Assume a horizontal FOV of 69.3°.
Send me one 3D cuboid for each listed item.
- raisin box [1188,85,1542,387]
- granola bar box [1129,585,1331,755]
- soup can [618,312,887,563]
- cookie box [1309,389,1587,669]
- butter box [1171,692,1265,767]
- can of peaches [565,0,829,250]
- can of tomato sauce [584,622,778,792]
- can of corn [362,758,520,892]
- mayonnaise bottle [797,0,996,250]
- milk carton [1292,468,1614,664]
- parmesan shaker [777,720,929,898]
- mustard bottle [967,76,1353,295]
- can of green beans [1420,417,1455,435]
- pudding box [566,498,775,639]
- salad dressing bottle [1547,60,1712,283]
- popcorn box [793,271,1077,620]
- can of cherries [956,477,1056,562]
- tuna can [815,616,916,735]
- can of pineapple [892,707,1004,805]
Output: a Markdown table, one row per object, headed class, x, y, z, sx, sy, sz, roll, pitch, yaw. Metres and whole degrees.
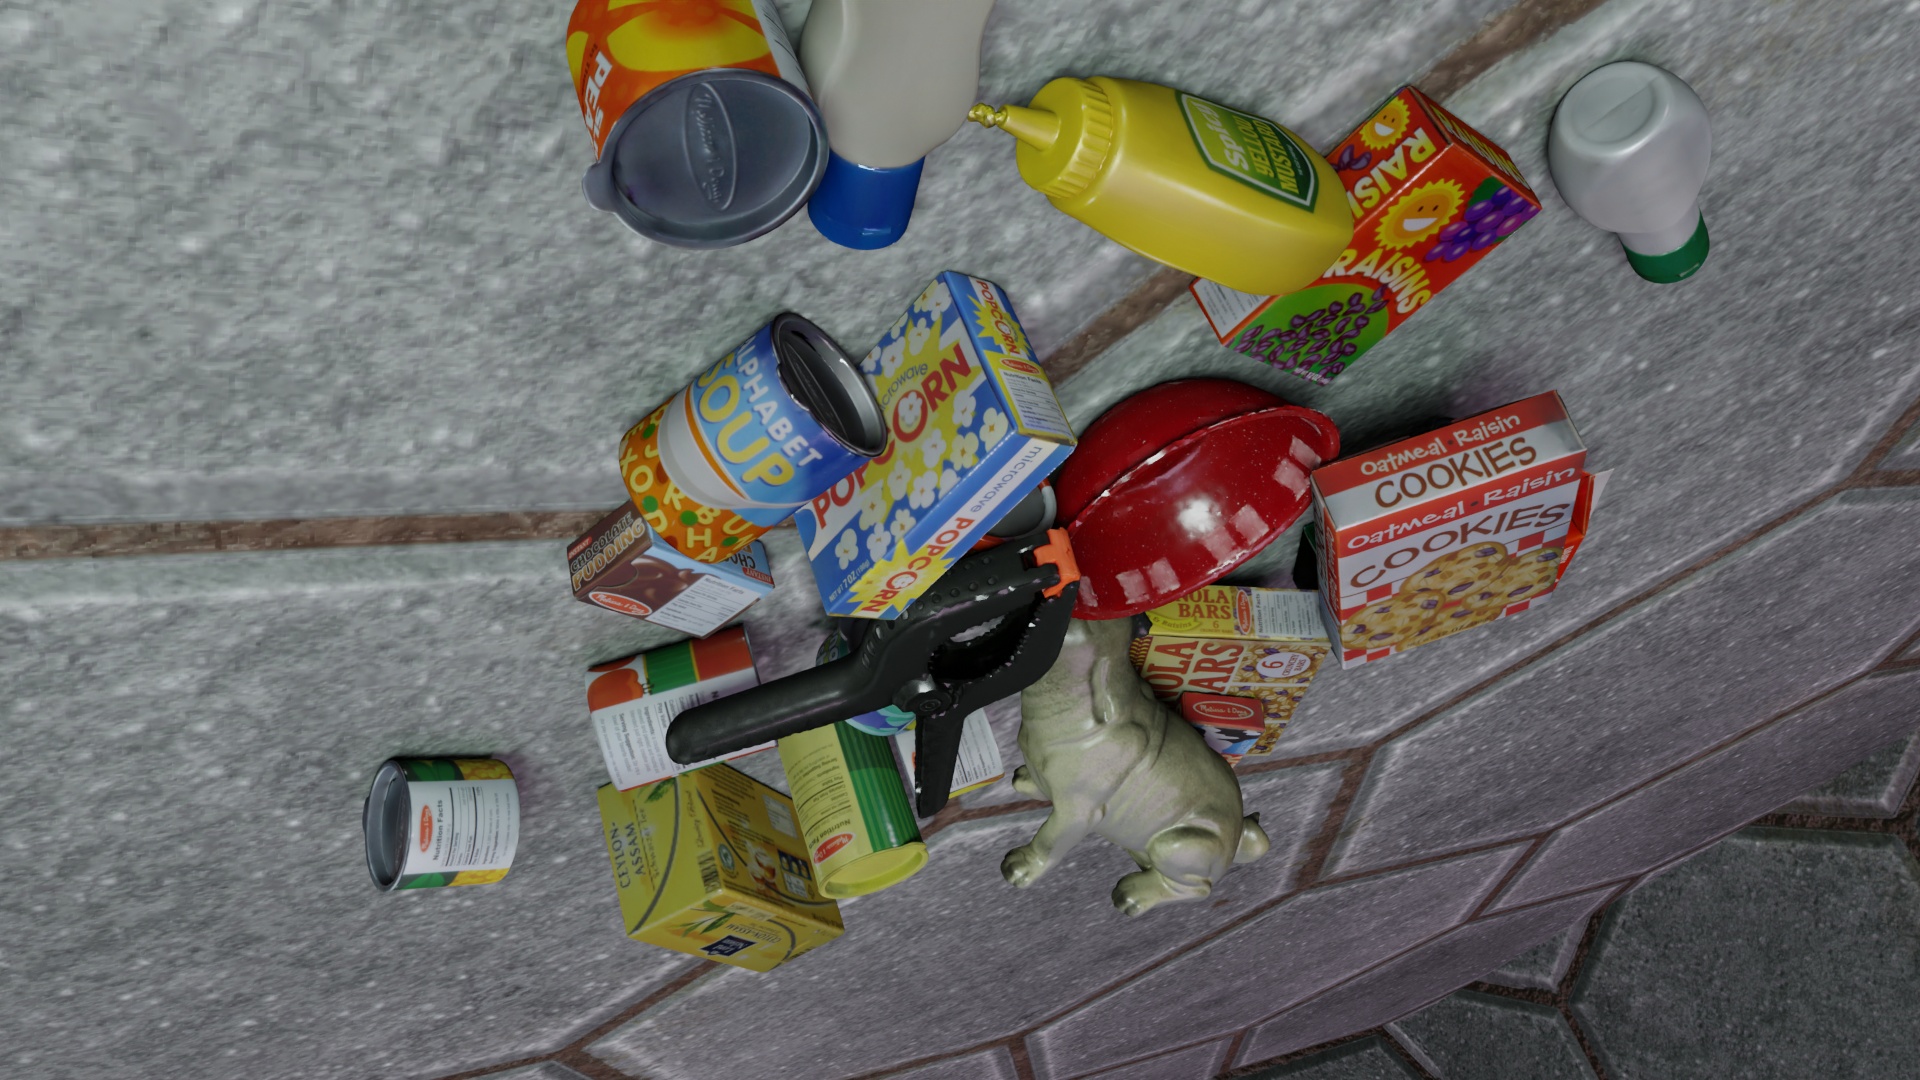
| class | x | y | z | sx | sy | sz | roll | pitch | yaw |
| --- | --- | --- | --- | --- | --- | --- | --- | --- | --- |
| raisin box | 0.173 | -0.126 | 0.598 | 0.086 | 0.040 | 0.123 | 12 | 137 | -43 |
| granola bar box | 0.155 | 0.087 | 0.893 | 0.124 | 0.039 | 0.164 | 3 | 147 | -2 |
| soup can | -0.083 | -0.039 | 0.543 | 0.083 | 0.071 | 0.071 | -33 | 148 | 19 |
| cookie box | 0.250 | -0.001 | 0.728 | 0.123 | 0.040 | 0.166 | -19 | 148 | 5 |
| butter box | 0.154 | 0.133 | 0.902 | 0.053 | 0.024 | 0.103 | 7 | 146 | -8 |
| can of peaches | -0.080 | -0.129 | 0.409 | 0.071 | 0.058 | 0.071 | -16 | 150 | -9 |
| can of tomato sauce | -0.142 | 0.085 | 0.709 | 0.083 | 0.071 | 0.071 | -16 | 149 | -10 |
| can of corn | -0.272 | 0.147 | 0.726 | 0.058 | 0.071 | 0.071 | 7 | 140 | -40 |
| mayonnaise bottle | -0.021 | -0.154 | 0.425 | 0.065 | 0.041 | 0.147 | -8 | 149 | -20 |
| milk carton | 0.313 | 0.005 | 0.866 | 0.191 | 0.074 | 0.072 | -20 | 150 | -4 |
| parmesan shaker | -0.064 | 0.150 | 0.825 | 0.071 | 0.103 | 0.071 | -16 | 150 | -9 |
| mustard bottle | 0.071 | -0.132 | 0.499 | 0.160 | 0.065 | 0.048 | 7 | 144 | -34 |
| can of green beans | 0.276 | -0.027 | 0.798 | 0.071 | 0.071 | 0.057 | 4 | 142 | -37 |
| pudding box | -0.131 | 0.013 | 0.634 | 0.049 | 0.030 | 0.083 | -34 | 148 | 22 |
| salad dressing bottle | 0.309 | -0.160 | 0.629 | 0.064 | 0.044 | 0.147 | -37 | 148 | 21 |
| popcorn box | -0.018 | -0.036 | 0.572 | 0.038 | 0.085 | 0.126 | 10 | 137 | -43 |
| can of cherries | 0.002 | -0.008 | 0.653 | 0.071 | 0.072 | 0.058 | -5 | 145 | -27 |
| tuna can | -0.045 | 0.068 | 0.745 | 0.071 | 0.071 | 0.032 | 10 | 139 | -42 |
| can of pineapple | -0.010 | 0.125 | 0.861 | 0.058 | 0.071 | 0.070 | -19 | 150 | -5 |
